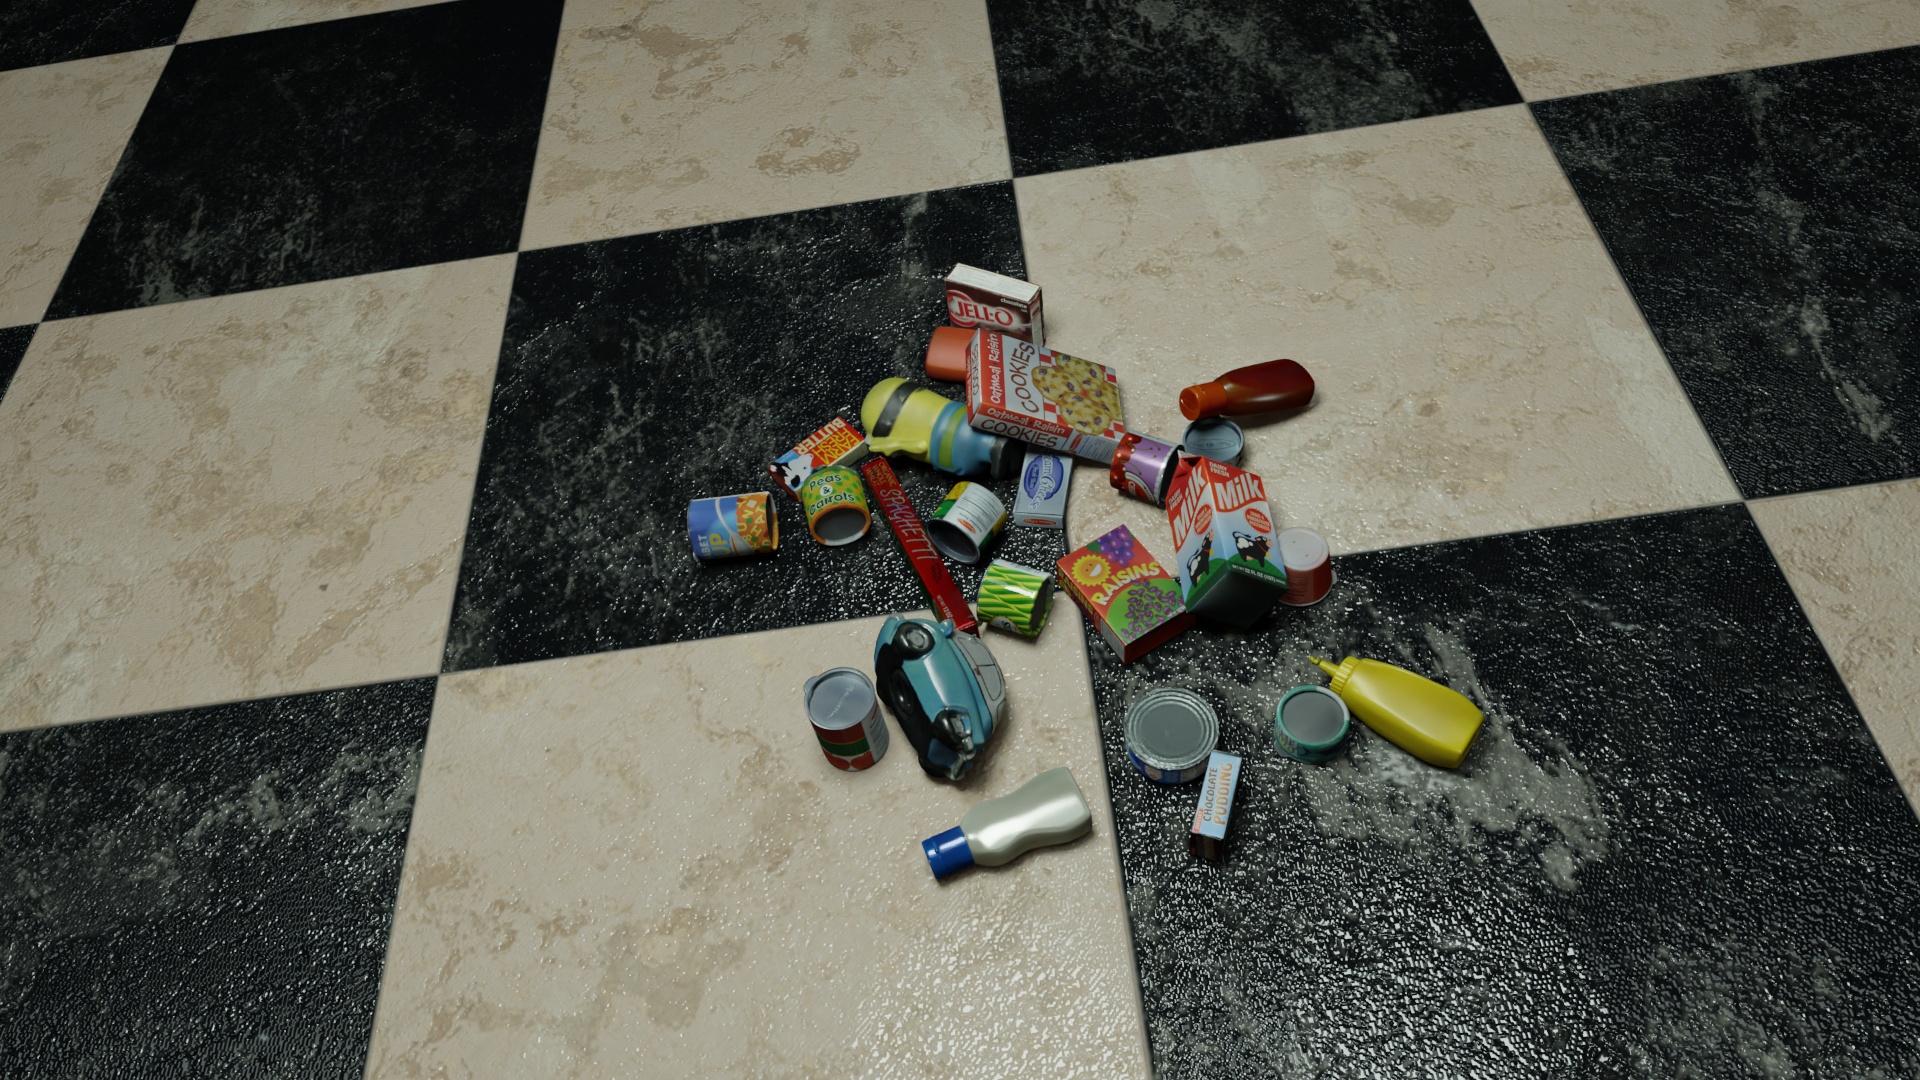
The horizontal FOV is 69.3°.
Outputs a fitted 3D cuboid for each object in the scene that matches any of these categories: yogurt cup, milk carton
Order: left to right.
[{"bbox_3d":[0.258,-0.013,1.373,0.072,0.073,0.191,18,44,-20],"label":"milk carton"},{"bbox_3d":[0.333,0.023,1.365,0.072,0.053,0.073,-5,52,6],"label":"yogurt cup"}]

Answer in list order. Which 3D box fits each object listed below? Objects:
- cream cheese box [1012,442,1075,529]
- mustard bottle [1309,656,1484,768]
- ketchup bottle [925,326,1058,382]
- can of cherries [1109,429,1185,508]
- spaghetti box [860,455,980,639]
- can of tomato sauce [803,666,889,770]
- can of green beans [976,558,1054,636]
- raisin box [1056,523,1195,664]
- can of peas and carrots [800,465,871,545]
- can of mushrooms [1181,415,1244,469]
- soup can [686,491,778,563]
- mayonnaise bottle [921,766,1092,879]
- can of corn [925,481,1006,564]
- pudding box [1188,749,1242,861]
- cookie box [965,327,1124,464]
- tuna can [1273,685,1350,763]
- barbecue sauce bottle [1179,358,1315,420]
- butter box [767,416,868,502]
[{"bbox_3d":[0.091,-0.061,1.485,0.053,0.024,0.104,5,54,12],"label":"cream cheese box"},{"bbox_3d":[0.391,0.145,1.266,0.160,0.048,0.065,30,62,28],"label":"mustard bottle"},{"bbox_3d":[0.038,-0.209,1.595,0.149,0.043,0.065,8,61,15],"label":"ketchup bottle"},{"bbox_3d":[0.195,-0.075,1.455,0.058,0.071,0.072,20,58,23],"label":"can of cherries"},{"bbox_3d":[-0.043,0.013,1.433,0.029,0.050,0.251,-23,53,-10],"label":"spaghetti box"},{"bbox_3d":[-0.108,0.168,1.302,0.071,0.082,0.071,-4,52,6],"label":"can of tomato sauce"},{"bbox_3d":[0.055,0.057,1.374,0.058,0.071,0.071,16,57,19],"label":"can of green beans"},{"bbox_3d":[0.163,0.052,1.379,0.086,0.040,0.124,-29,55,-13],"label":"raisin box"},{"bbox_3d":[-0.133,-0.038,1.473,0.071,0.070,0.059,-15,53,-3],"label":"can of peas and carrots"},{"bbox_3d":[0.269,-0.099,1.482,0.071,0.033,0.071,-5,52,6],"label":"can of mushrooms"},{"bbox_3d":[-0.241,-0.013,1.474,0.084,0.071,0.072,-6,52,4],"label":"soup can"},{"bbox_3d":[0.040,0.257,1.239,0.148,0.041,0.065,-21,51,-6],"label":"mayonnaise bottle"},{"bbox_3d":[0.005,-0.018,1.442,0.071,0.070,0.058,23,59,24],"label":"can of corn"},{"bbox_3d":[0.225,0.233,1.222,0.030,0.049,0.084,12,56,15],"label":"pudding box"},{"bbox_3d":[0.089,-0.155,1.497,0.167,0.040,0.123,14,45,-16],"label":"cookie box"},{"bbox_3d":[0.319,0.169,1.268,0.071,0.032,0.071,-4,52,5],"label":"tuna can"},{"bbox_3d":[0.304,-0.159,1.488,0.149,0.043,0.065,-14,41,-26],"label":"barbecue sauce bottle"},{"bbox_3d":[-0.158,-0.091,1.547,0.104,0.024,0.053,-38,57,-19],"label":"butter box"}]
